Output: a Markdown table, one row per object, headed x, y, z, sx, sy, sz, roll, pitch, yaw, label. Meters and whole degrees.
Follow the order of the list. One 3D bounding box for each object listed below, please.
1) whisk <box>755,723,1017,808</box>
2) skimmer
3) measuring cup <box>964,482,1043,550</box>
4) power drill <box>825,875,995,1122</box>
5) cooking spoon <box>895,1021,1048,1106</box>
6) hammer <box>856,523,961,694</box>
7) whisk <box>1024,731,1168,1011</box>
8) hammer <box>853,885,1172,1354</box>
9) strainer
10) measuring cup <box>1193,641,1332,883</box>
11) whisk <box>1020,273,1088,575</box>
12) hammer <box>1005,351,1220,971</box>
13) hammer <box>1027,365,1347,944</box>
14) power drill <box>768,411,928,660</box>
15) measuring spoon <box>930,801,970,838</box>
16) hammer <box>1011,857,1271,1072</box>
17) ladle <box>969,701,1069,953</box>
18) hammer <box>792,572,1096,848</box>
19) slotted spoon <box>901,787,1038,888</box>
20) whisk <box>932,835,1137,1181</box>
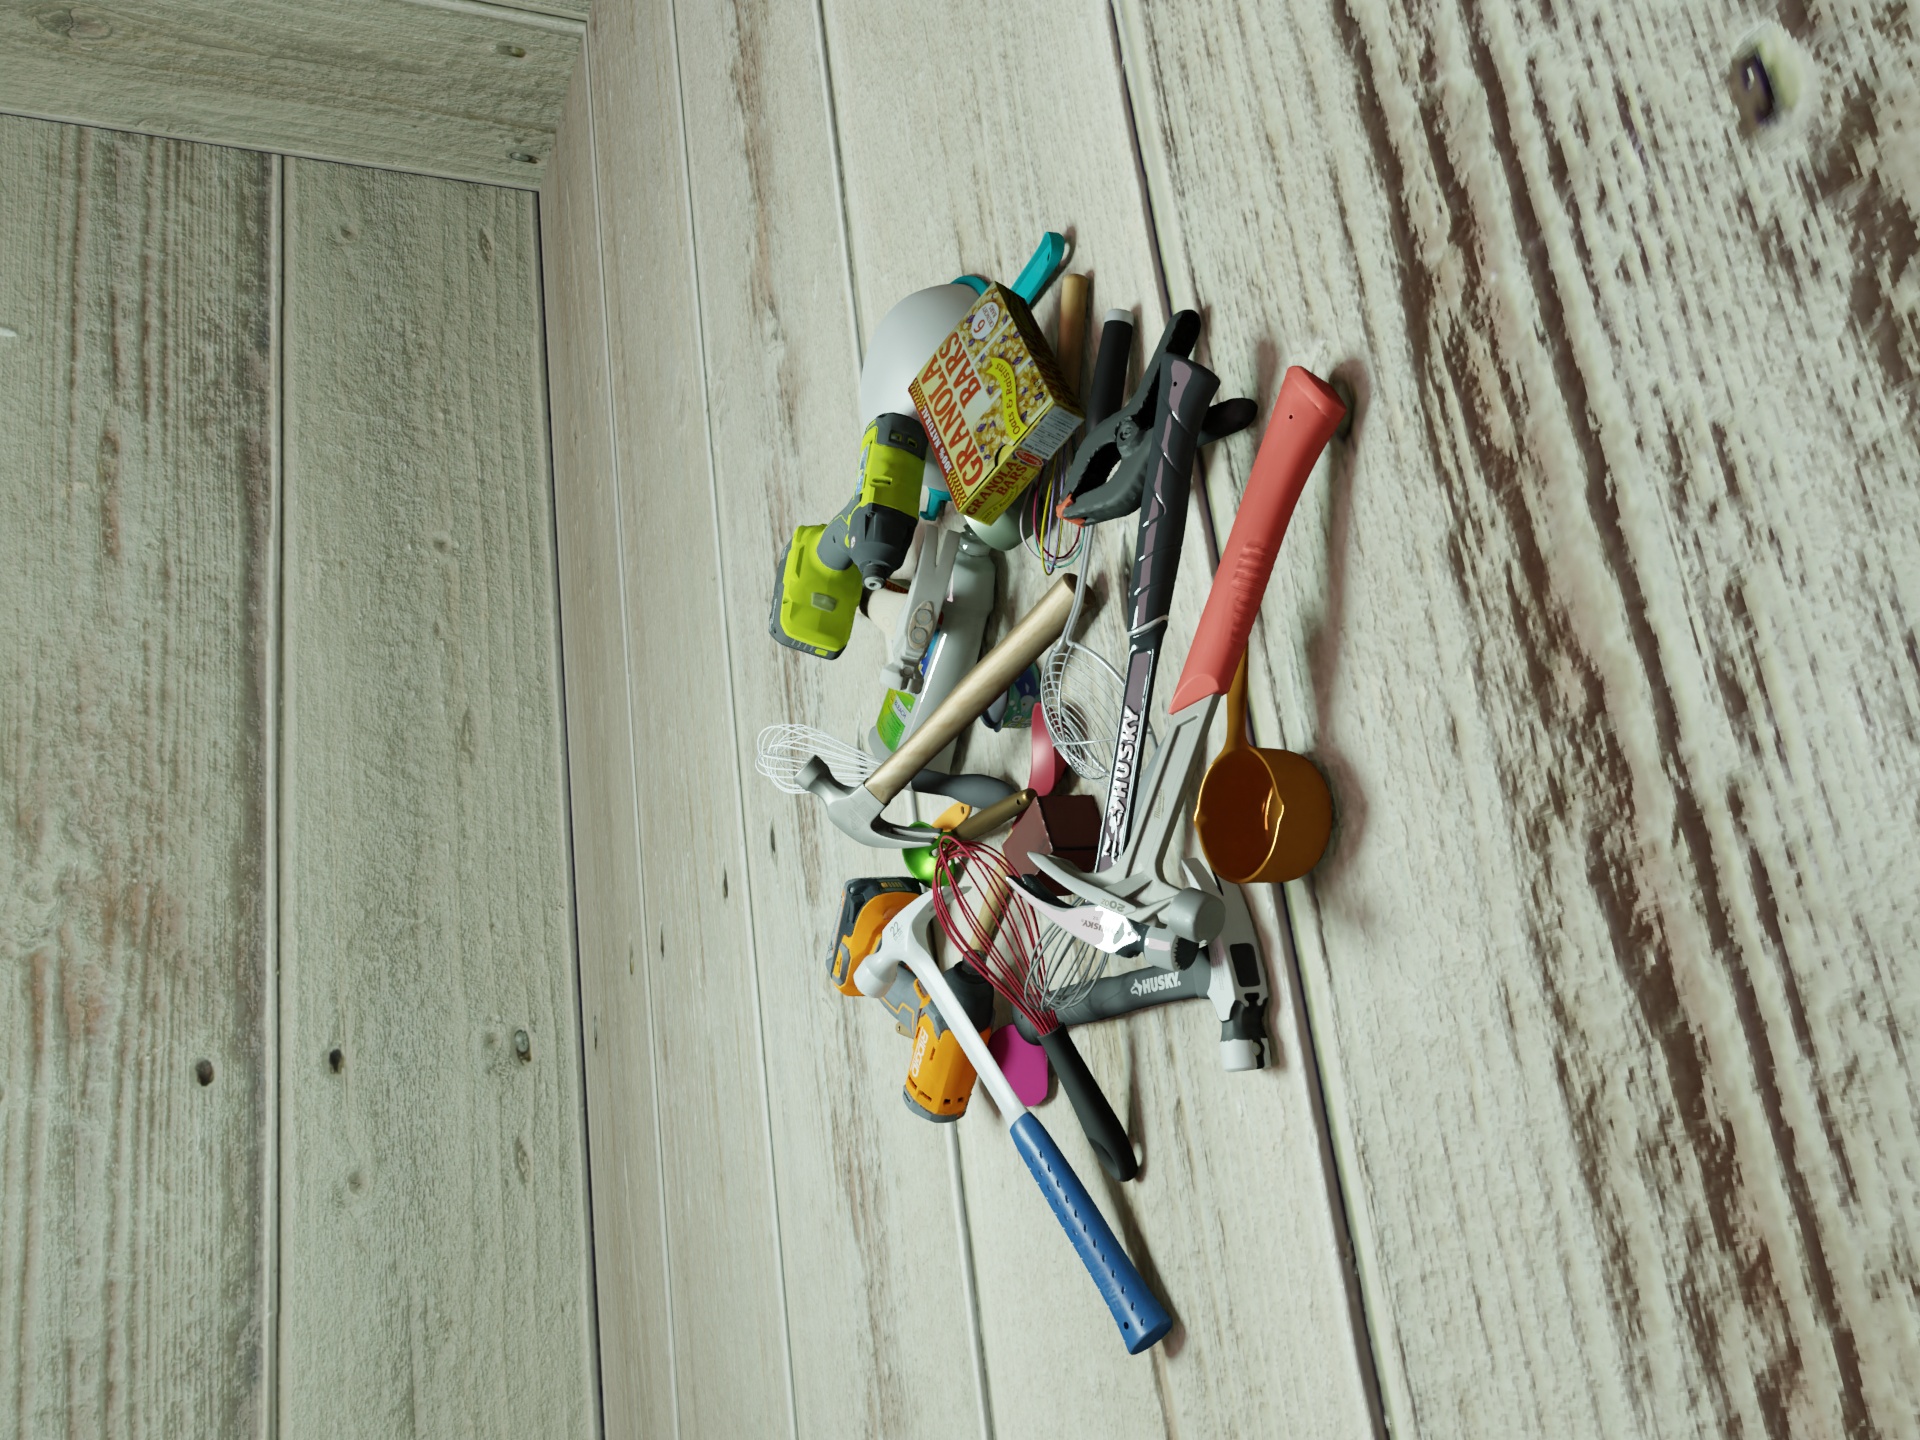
| x | y | z | sx | sy | sz | roll | pitch | yaw | label |
| --- | --- | --- | --- | --- | --- | --- | --- | --- | --- |
| -0.073 | 0.048 | 1.461 | 0.285 | 0.070 | 0.070 | 8 | 98 | 31 | whisk |
| 0.124 | -0.130 | 1.211 | 0.127 | 0.090 | 0.363 | 168 | 112 | -69 | skimmer |
| 0.028 | -0.227 | 1.358 | 0.038 | 0.083 | 0.168 | -26 | 68 | 39 | measuring cup |
| -0.040 | 0.234 | 1.460 | 0.227 | 0.084 | 0.164 | 48 | 129 | 51 | power drill |
| 0.007 | 0.301 | 1.465 | 0.319 | 0.017 | 0.069 | 173 | 97 | -65 | cooking spoon |
| -0.081 | -0.124 | 1.557 | 0.411 | 0.038 | 0.146 | -149 | 74 | -73 | hammer |
| 0.111 | 0.106 | 1.145 | 0.239 | 0.055 | 0.055 | -64 | 29 | 6 | whisk |
| 0.045 | 0.307 | 1.263 | 0.144 | 0.035 | 0.406 | -55 | 51 | 27 | hammer |
| -0.016 | -0.337 | 1.441 | 0.340 | 0.095 | 0.211 | 137 | 129 | -59 | strainer |
| 0.197 | 0.019 | 1.021 | 0.095 | 0.052 | 0.174 | -18 | 68 | 62 | measuring cup |
| 0.083 | -0.239 | 1.286 | 0.051 | 0.047 | 0.245 | 5 | 90 | 47 | whisk |
| 0.121 | -0.045 | 1.085 | 0.149 | 0.036 | 0.409 | 12 | 96 | 39 | hammer |
| 0.156 | -0.049 | 1.008 | 0.149 | 0.036 | 0.359 | 21 | 94 | 46 | hammer |
| -0.101 | -0.154 | 1.460 | 0.223 | 0.080 | 0.171 | 135 | 147 | -54 | power drill |
| -0.015 | 0.102 | 1.531 | 0.117 | 0.011 | 0.021 | -43 | 58 | 53 | measuring spoon |
| 0.121 | 0.200 | 1.198 | 0.334 | 0.035 | 0.146 | 147 | 120 | -61 | hammer |
| 0.044 | 0.115 | 1.380 | 0.069 | 0.031 | 0.315 | -109 | 29 | -49 | ladle |
| -0.002 | -0.004 | 1.344 | 0.331 | 0.130 | 0.031 | -44 | 4 | 31 | hammer |
| 0.009 | 0.099 | 1.411 | 0.070 | 0.031 | 0.313 | 61 | 157 | 4 | slotted spoon |
| 0.059 | 0.217 | 1.206 | 0.296 | 0.073 | 0.073 | 62 | 152 | 1 | whisk |
